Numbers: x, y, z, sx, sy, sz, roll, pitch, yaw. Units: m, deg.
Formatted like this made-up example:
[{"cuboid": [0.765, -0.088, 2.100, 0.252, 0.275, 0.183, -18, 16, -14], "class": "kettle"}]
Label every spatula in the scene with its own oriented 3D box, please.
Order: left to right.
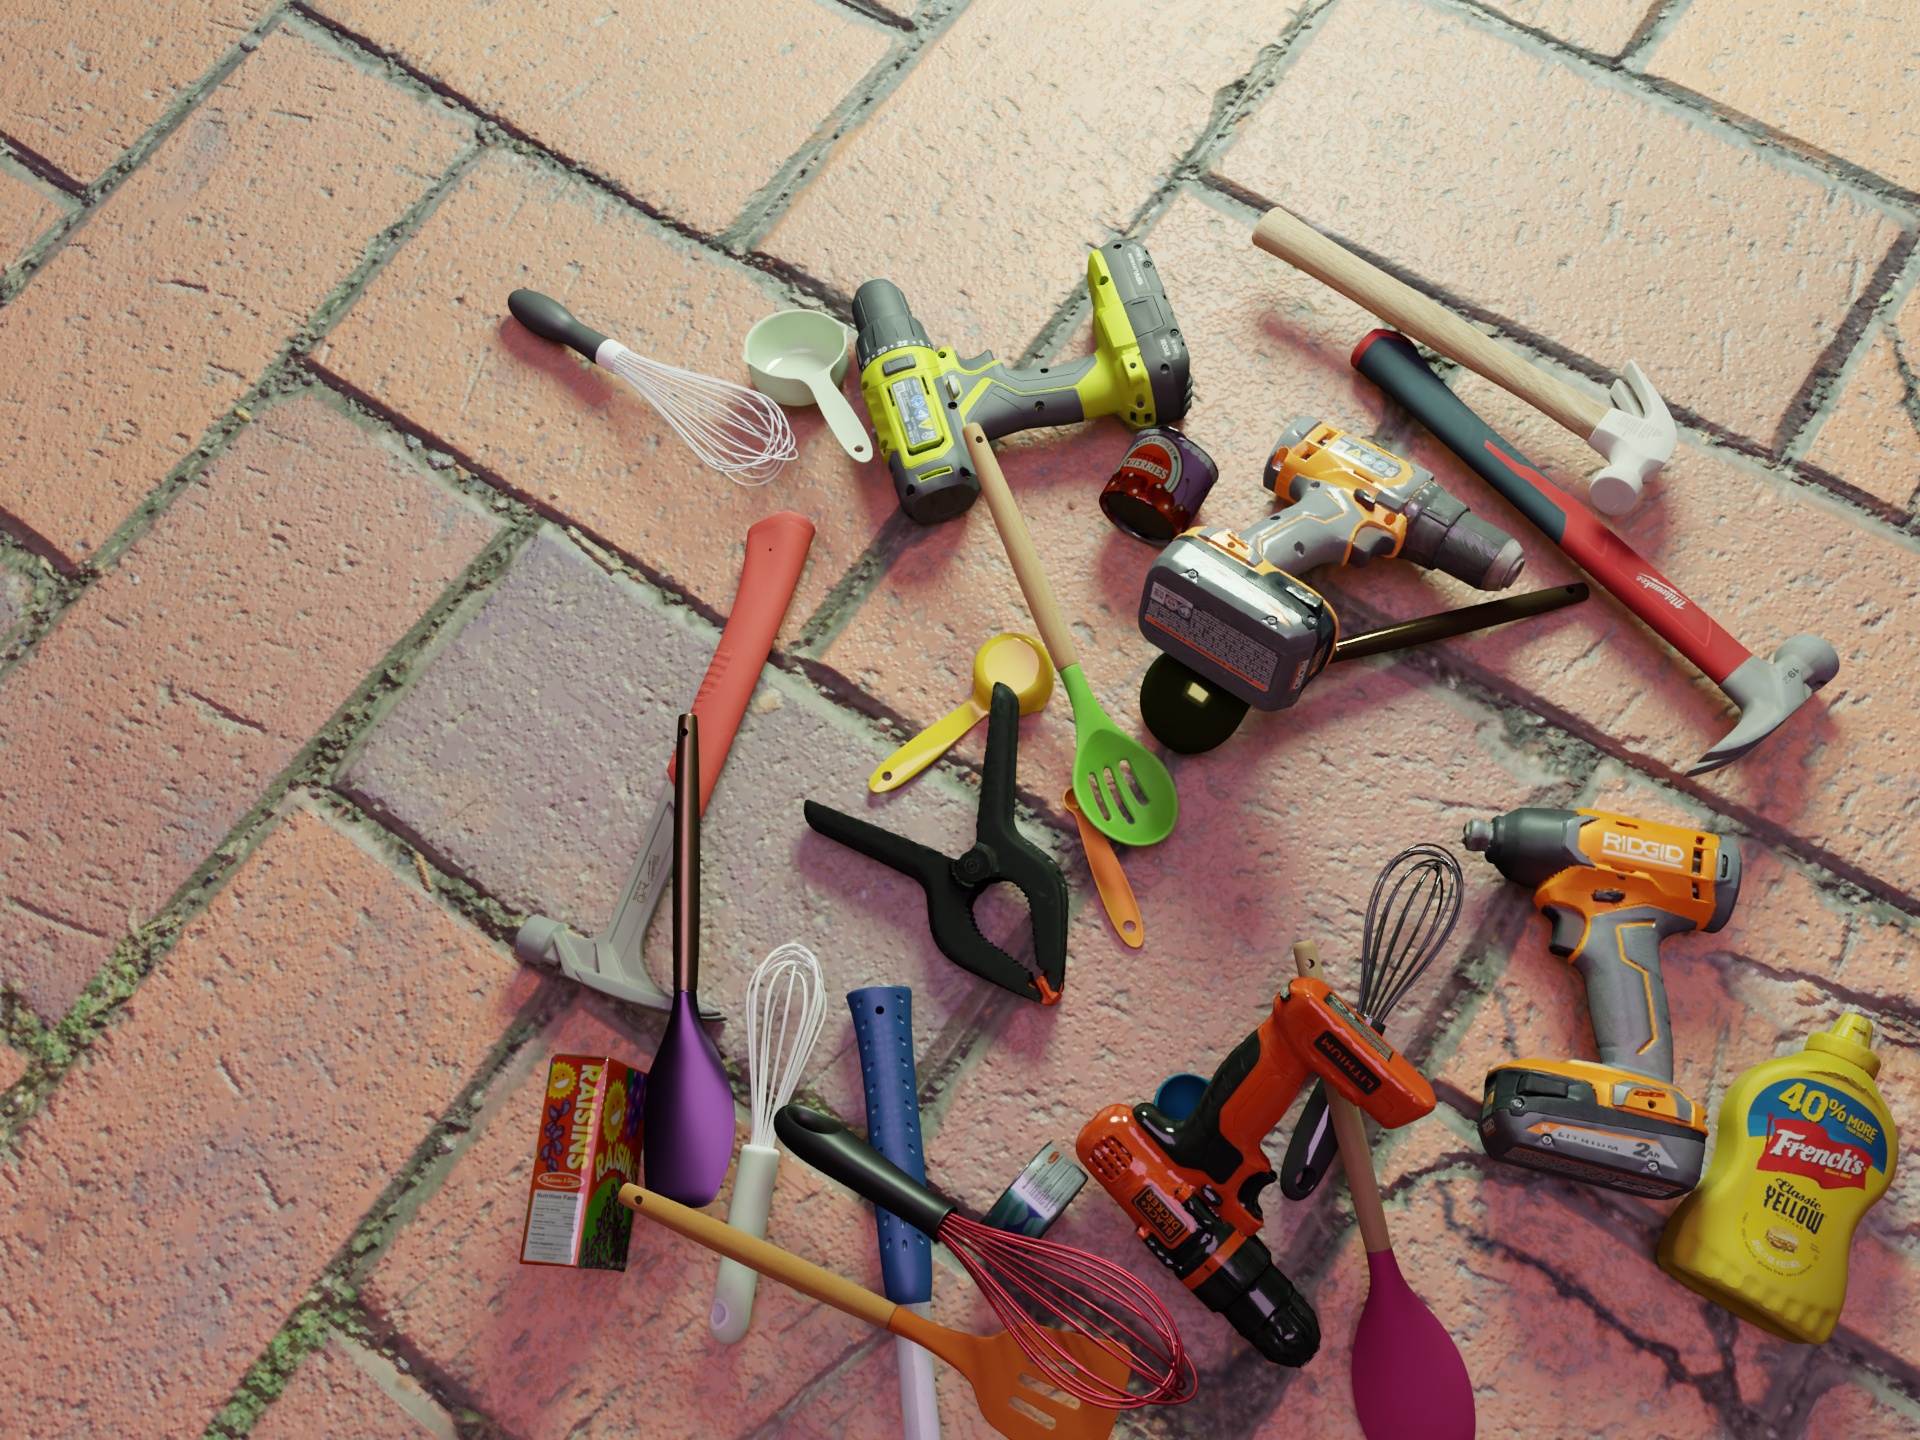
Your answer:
[{"cuboid": [-0.174, 0.148, 1.022, 0.060, 0.018, 0.316, -5, 74, 8], "class": "spatula"}, {"cuboid": [-0.060, 0.344, 0.940, 0.323, 0.041, 0.081, 19, 73, 16], "class": "spatula"}]

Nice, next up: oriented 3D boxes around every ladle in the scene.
[{"cuboid": [0.277, -0.046, 1.086, 0.320, 0.062, 0.078, -14, 61, -7], "class": "ladle"}]

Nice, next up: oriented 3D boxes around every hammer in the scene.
[{"cuboid": [-0.168, 0.020, 1.095, 0.149, 0.036, 0.359, 17, 73, 10], "class": "hammer"}, {"cuboid": [-0.024, 0.363, 0.960, 0.144, 0.035, 0.406, -8, 70, 2], "class": "hammer"}, {"cuboid": [0.353, -0.271, 1.128, 0.331, 0.031, 0.130, 36, 54, 14], "class": "hammer"}, {"cuboid": [0.403, -0.130, 1.086, 0.143, 0.038, 0.387, -32, 68, -25], "class": "hammer"}]

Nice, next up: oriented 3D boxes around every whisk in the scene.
[{"cuboid": [-0.238, -0.259, 1.193, 0.285, 0.070, 0.070, 32, 76, 19], "class": "whisk"}, {"cuboid": [-0.124, 0.263, 1.003, 0.058, 0.059, 0.246, -5, 69, 42], "class": "whisk"}, {"cuboid": [0.007, 0.301, 0.915, 0.296, 0.073, 0.073, 27, 74, 26], "class": "whisk"}, {"cuboid": [0.252, 0.186, 0.991, 0.055, 0.055, 0.239, 24, 81, 12], "class": "whisk"}]

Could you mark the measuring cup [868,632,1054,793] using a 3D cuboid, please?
[{"cuboid": [-0.002, -0.003, 1.092, 0.156, 0.029, 0.062, -38, 72, -10], "class": "measuring cup"}]

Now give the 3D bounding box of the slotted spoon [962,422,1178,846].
[{"cuboid": [0.065, -0.060, 1.077, 0.070, 0.031, 0.314, -19, 82, -21], "class": "slotted spoon"}]

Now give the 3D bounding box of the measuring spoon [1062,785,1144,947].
[{"cuboid": [0.096, 0.098, 1.061, 0.021, 0.011, 0.117, -19, 73, -8], "class": "measuring spoon"}]

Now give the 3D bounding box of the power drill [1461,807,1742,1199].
[{"cuboid": [0.381, 0.161, 0.977, 0.164, 0.084, 0.227, 12, 68, 10], "class": "power drill"}]

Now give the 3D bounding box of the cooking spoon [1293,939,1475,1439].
[{"cuboid": [0.243, 0.289, 0.948, 0.069, 0.017, 0.319, -13, 80, 2], "class": "cooking spoon"}]

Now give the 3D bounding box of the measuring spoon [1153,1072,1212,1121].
[{"cuboid": [0.179, 0.228, 1.005, 0.128, 0.021, 0.042, -20, 81, -12], "class": "measuring spoon"}]

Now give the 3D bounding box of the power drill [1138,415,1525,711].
[{"cuboid": [0.248, -0.101, 1.048, 0.185, 0.084, 0.226, 34, 54, 22], "class": "power drill"}]

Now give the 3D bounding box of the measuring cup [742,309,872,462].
[{"cuboid": [-0.102, -0.235, 1.165, 0.083, 0.038, 0.168, -22, 59, -14], "class": "measuring cup"}]

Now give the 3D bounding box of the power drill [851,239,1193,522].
[{"cuboid": [0.038, -0.264, 1.160, 0.228, 0.080, 0.191, -18, 71, 1], "class": "power drill"}]
